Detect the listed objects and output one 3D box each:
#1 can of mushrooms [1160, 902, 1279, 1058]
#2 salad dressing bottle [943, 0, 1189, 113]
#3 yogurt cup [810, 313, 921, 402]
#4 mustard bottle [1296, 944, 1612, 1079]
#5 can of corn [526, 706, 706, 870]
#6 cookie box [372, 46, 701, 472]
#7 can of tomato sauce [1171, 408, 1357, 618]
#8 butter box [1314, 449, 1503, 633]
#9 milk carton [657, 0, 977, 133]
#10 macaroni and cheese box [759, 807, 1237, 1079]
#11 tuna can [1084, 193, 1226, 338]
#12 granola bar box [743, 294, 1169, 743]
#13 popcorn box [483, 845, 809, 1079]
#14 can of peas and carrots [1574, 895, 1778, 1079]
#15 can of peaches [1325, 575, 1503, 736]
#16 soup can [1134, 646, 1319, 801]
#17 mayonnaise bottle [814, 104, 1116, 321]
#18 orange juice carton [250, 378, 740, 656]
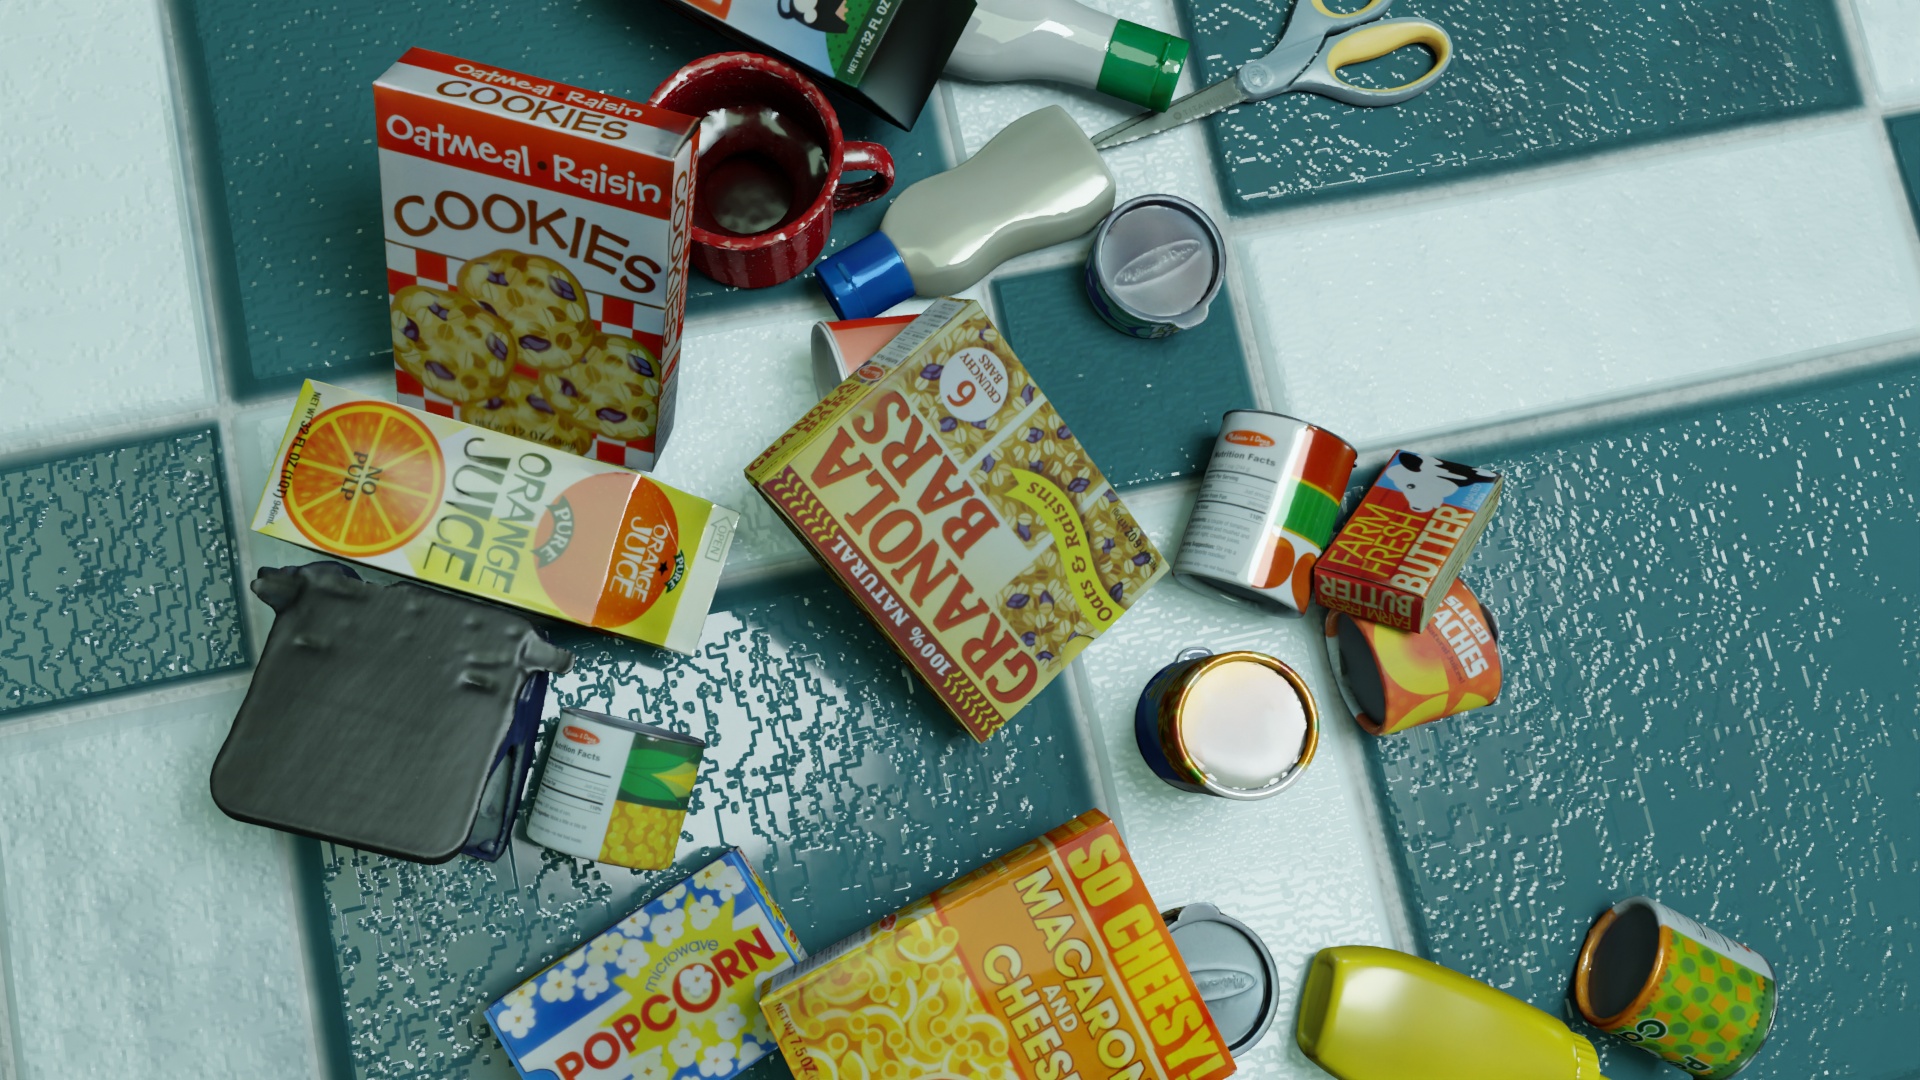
[{"bbox_3d":[0.112,0.203,0.646,0.071,0.033,0.071,1,82,-4],"label":"can of mushrooms"},{"bbox_3d":[0.039,-0.254,0.694,0.148,0.044,0.064,19,79,3],"label":"salad dressing bottle"},{"bbox_3d":[-0.037,-0.076,0.660,0.054,0.072,0.072,-15,84,-14],"label":"yogurt cup"},{"bbox_3d":[0.239,0.237,0.644,0.160,0.048,0.065,18,82,-3],"label":"mustard bottle"},{"bbox_3d":[-0.152,0.111,0.624,0.071,0.071,0.058,15,82,-2],"label":"can of corn"},{"bbox_3d":[-0.184,-0.118,0.610,0.123,0.166,0.040,14,41,-2],"label":"cookie box"},{"bbox_3d":[0.146,-0.011,0.664,0.071,0.071,0.083,20,82,-2],"label":"can of tomato sauce"},{"bbox_3d":[0.212,-0.002,0.655,0.053,0.024,0.104,18,46,32],"label":"butter box"},{"bbox_3d":[-0.096,-0.273,0.657,0.191,0.073,0.072,32,99,16],"label":"milk carton"},{"bbox_3d":[0.016,0.209,0.599,0.167,0.040,0.123,-26,89,-7],"label":"macaroni and cheese box"},{"bbox_3d":[0.098,-0.134,0.693,0.071,0.033,0.071,1,82,-4],"label":"tuna can"},{"bbox_3d":[0.002,-0.008,0.631,0.124,0.039,0.165,-42,113,-9],"label":"granola bar box"},{"bbox_3d":[-0.133,0.208,0.624,0.127,0.038,0.085,-32,87,-8],"label":"popcorn box"},{"bbox_3d":[0.330,0.210,0.646,0.059,0.071,0.071,27,81,0],"label":"can of peas and carrots"},{"bbox_3d":[0.213,0.053,0.657,0.058,0.071,0.071,-15,84,-5],"label":"can of peaches"},{"bbox_3d":[0.120,0.082,0.639,0.071,0.083,0.071,1,82,-4],"label":"soup can"},{"bbox_3d":[0.000,-0.155,0.684,0.148,0.041,0.065,-30,75,-7],"label":"mayonnaise bottle"},{"bbox_3d":[-0.203,-0.006,0.631,0.193,0.073,0.072,16,81,-3],"label":"orange juice carton"}]
